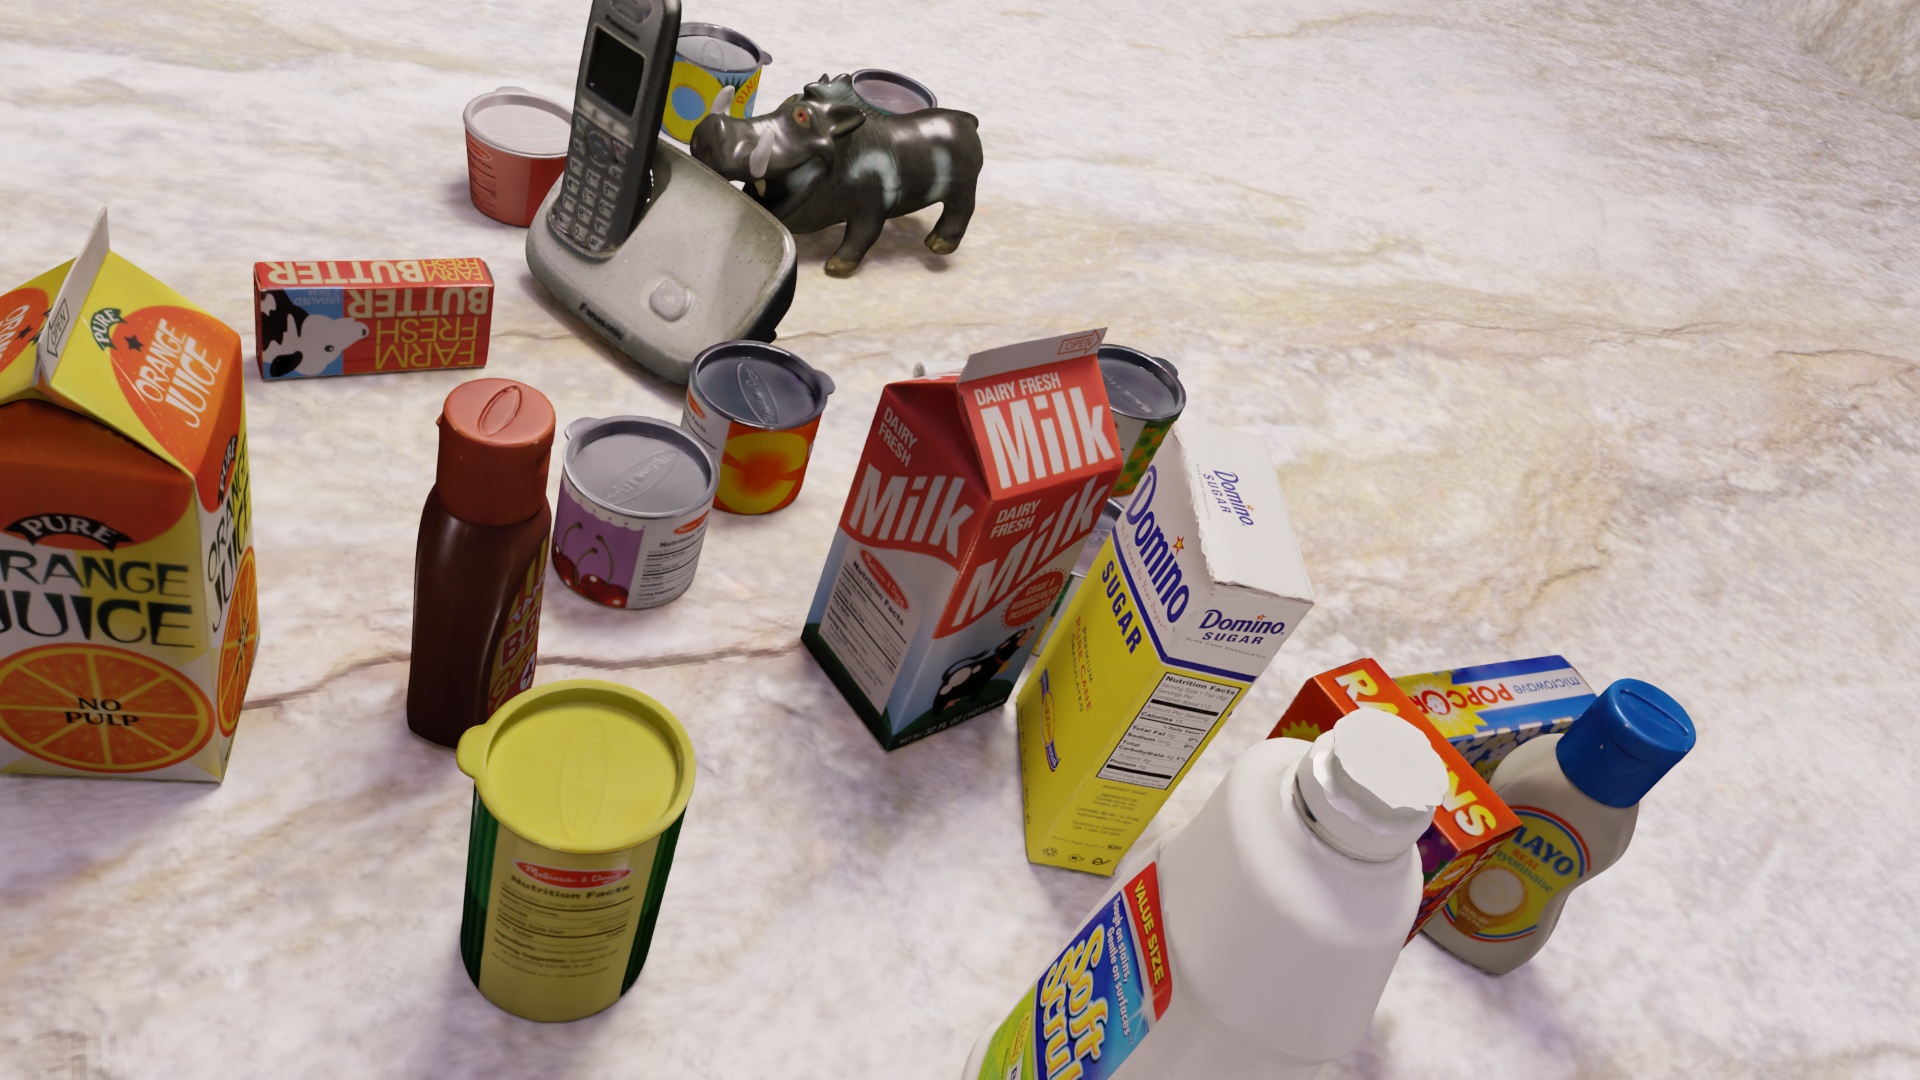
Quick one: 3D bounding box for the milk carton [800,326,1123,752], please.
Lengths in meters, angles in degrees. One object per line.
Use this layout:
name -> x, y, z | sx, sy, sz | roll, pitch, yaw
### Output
milk carton -> 0.002, -0.007, 0.569 | 0.072, 0.189, 0.073 | -17, 54, -37

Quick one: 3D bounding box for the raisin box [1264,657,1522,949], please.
raisin box -> 0.149, 0.119, 0.547 | 0.040, 0.122, 0.086 | -11, 50, -33

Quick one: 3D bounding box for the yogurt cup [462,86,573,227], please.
yogurt cup -> -0.250, -0.216, 0.794 | 0.072, 0.053, 0.073 | 12, 41, -11

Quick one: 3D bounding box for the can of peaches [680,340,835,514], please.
can of peaches -> -0.101, -0.055, 0.679 | 0.071, 0.057, 0.071 | 12, 41, -11

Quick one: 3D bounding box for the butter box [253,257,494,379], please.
butter box -> -0.278, -0.106, 0.661 | 0.104, 0.052, 0.024 | -9, 49, -31

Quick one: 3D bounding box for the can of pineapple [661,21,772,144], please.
can of pineapple -> -0.166, -0.301, 0.921 | 0.071, 0.057, 0.071 | 12, 41, -11

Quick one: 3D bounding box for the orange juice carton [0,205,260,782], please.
orange juice carton -> -0.274, -0.008, 0.447 | 0.073, 0.191, 0.072 | 6, 43, -18

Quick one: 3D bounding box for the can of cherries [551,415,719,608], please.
can of cherries -> -0.146, -0.014, 0.613 | 0.071, 0.058, 0.072 | 12, 41, -11

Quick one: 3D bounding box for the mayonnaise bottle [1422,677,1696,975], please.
mayonnaise bottle -> 0.240, 0.117, 0.571 | 0.065, 0.147, 0.041 | 36, 42, 16

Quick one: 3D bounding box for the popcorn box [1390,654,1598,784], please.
popcorn box -> 0.219, 0.098, 0.631 | 0.127, 0.084, 0.038 | -4, 46, -27

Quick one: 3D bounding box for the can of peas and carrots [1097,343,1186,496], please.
can of peas and carrots -> 0.086, -0.068, 0.775 | 0.071, 0.058, 0.071 | 12, 41, -11

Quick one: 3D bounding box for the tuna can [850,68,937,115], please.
tuna can -> -0.051, -0.307, 0.998 | 0.071, 0.032, 0.071 | 12, 41, -11

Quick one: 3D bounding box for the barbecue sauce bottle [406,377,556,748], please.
barbecue sauce bottle -> -0.174, 0.009, 0.507 | 0.044, 0.147, 0.065 | 18, 40, -5

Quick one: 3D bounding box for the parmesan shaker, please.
parmesan shaker -> -0.131, 0.103, 0.457 | 0.071, 0.102, 0.072 | 13, 41, -11

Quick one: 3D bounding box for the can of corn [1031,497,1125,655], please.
can of corn -> 0.048, 0.013, 0.670 | 0.071, 0.058, 0.071 | 12, 41, -11
